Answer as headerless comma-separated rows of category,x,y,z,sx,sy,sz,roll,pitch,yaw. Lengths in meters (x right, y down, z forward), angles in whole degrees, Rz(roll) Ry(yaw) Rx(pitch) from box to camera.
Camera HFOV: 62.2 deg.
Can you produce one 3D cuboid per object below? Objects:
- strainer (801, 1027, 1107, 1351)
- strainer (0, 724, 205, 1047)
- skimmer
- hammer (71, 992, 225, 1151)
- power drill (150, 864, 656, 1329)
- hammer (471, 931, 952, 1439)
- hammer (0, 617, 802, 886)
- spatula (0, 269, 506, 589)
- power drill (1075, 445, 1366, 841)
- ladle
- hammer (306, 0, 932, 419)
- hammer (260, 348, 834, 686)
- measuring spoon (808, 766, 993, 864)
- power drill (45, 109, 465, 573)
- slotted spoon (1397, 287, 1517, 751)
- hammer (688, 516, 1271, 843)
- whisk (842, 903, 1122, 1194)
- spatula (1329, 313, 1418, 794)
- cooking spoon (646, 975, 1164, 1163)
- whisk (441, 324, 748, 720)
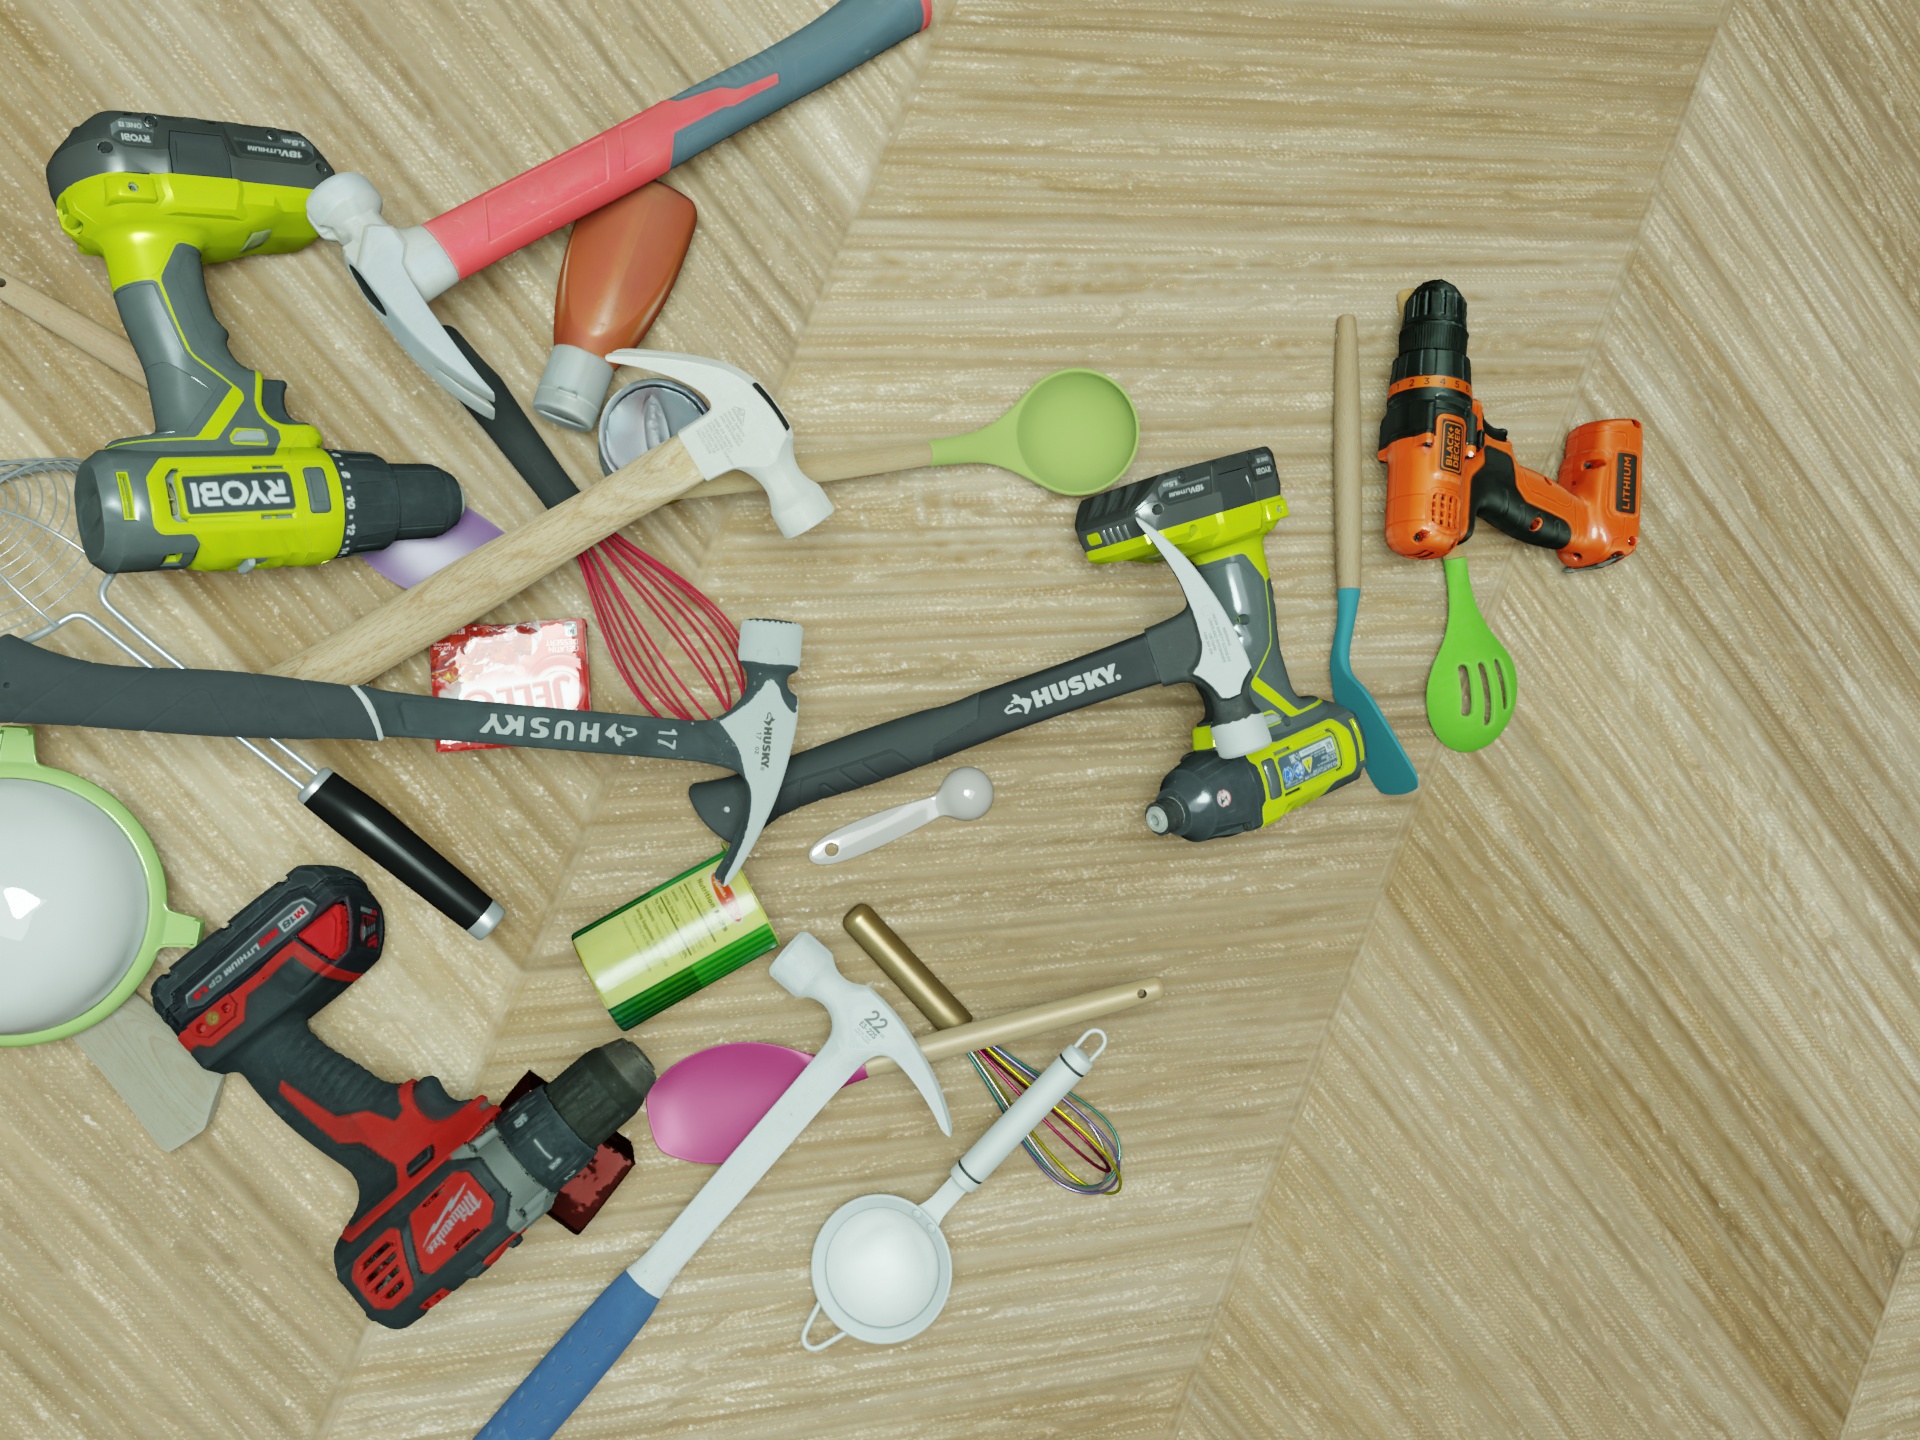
strainer,-0.001,0.281,0.959,0.087,0.050,0.258,44,95,12
strainer,-0.533,0.131,0.801,0.256,0.069,0.151,-39,99,-9
skimmer,-0.399,-0.002,0.859,0.363,0.090,0.127,42,66,-14
hammer,-0.547,0.068,0.850,0.146,0.038,0.410,-36,98,-10
power drill,-0.295,0.182,0.858,0.188,0.080,0.227,-40,82,-11
hammer,-0.172,0.322,0.920,0.144,0.035,0.405,41,87,5
hammer,-0.288,0.003,0.829,0.408,0.036,0.149,5,92,-18
spatula,-0.400,-0.160,0.893,0.315,0.018,0.060,32,78,-13
power drill,0.157,-0.044,0.980,0.171,0.080,0.223,-20,95,-35
ladle,-0.038,-0.155,0.933,0.320,0.062,0.078,-12,95,-25
hammer,-0.157,-0.318,0.899,0.386,0.038,0.143,-38,88,-23
hammer,-0.242,-0.090,0.864,0.331,0.031,0.130,-28,105,10
measuring spoon,-0.035,0.062,0.983,0.124,0.018,0.034,-22,96,-12
power drill,-0.374,-0.192,0.846,0.190,0.080,0.228,-10,86,-41
slotted spoon,0.325,-0.134,1.067,0.070,0.031,0.314,-11,91,-15
hammer,-0.001,-0.003,0.924,0.335,0.035,0.146,-19,93,9
whisk,0.017,0.205,0.985,0.051,0.047,0.245,-43,96,-9
spatula,0.264,-0.110,1.040,0.044,0.082,0.317,1,84,-2
cooking spoon,-0.032,0.201,0.956,0.319,0.017,0.069,-15,84,-1
whisk,-0.213,-0.106,0.920,0.073,0.073,0.296,-37,93,-11
